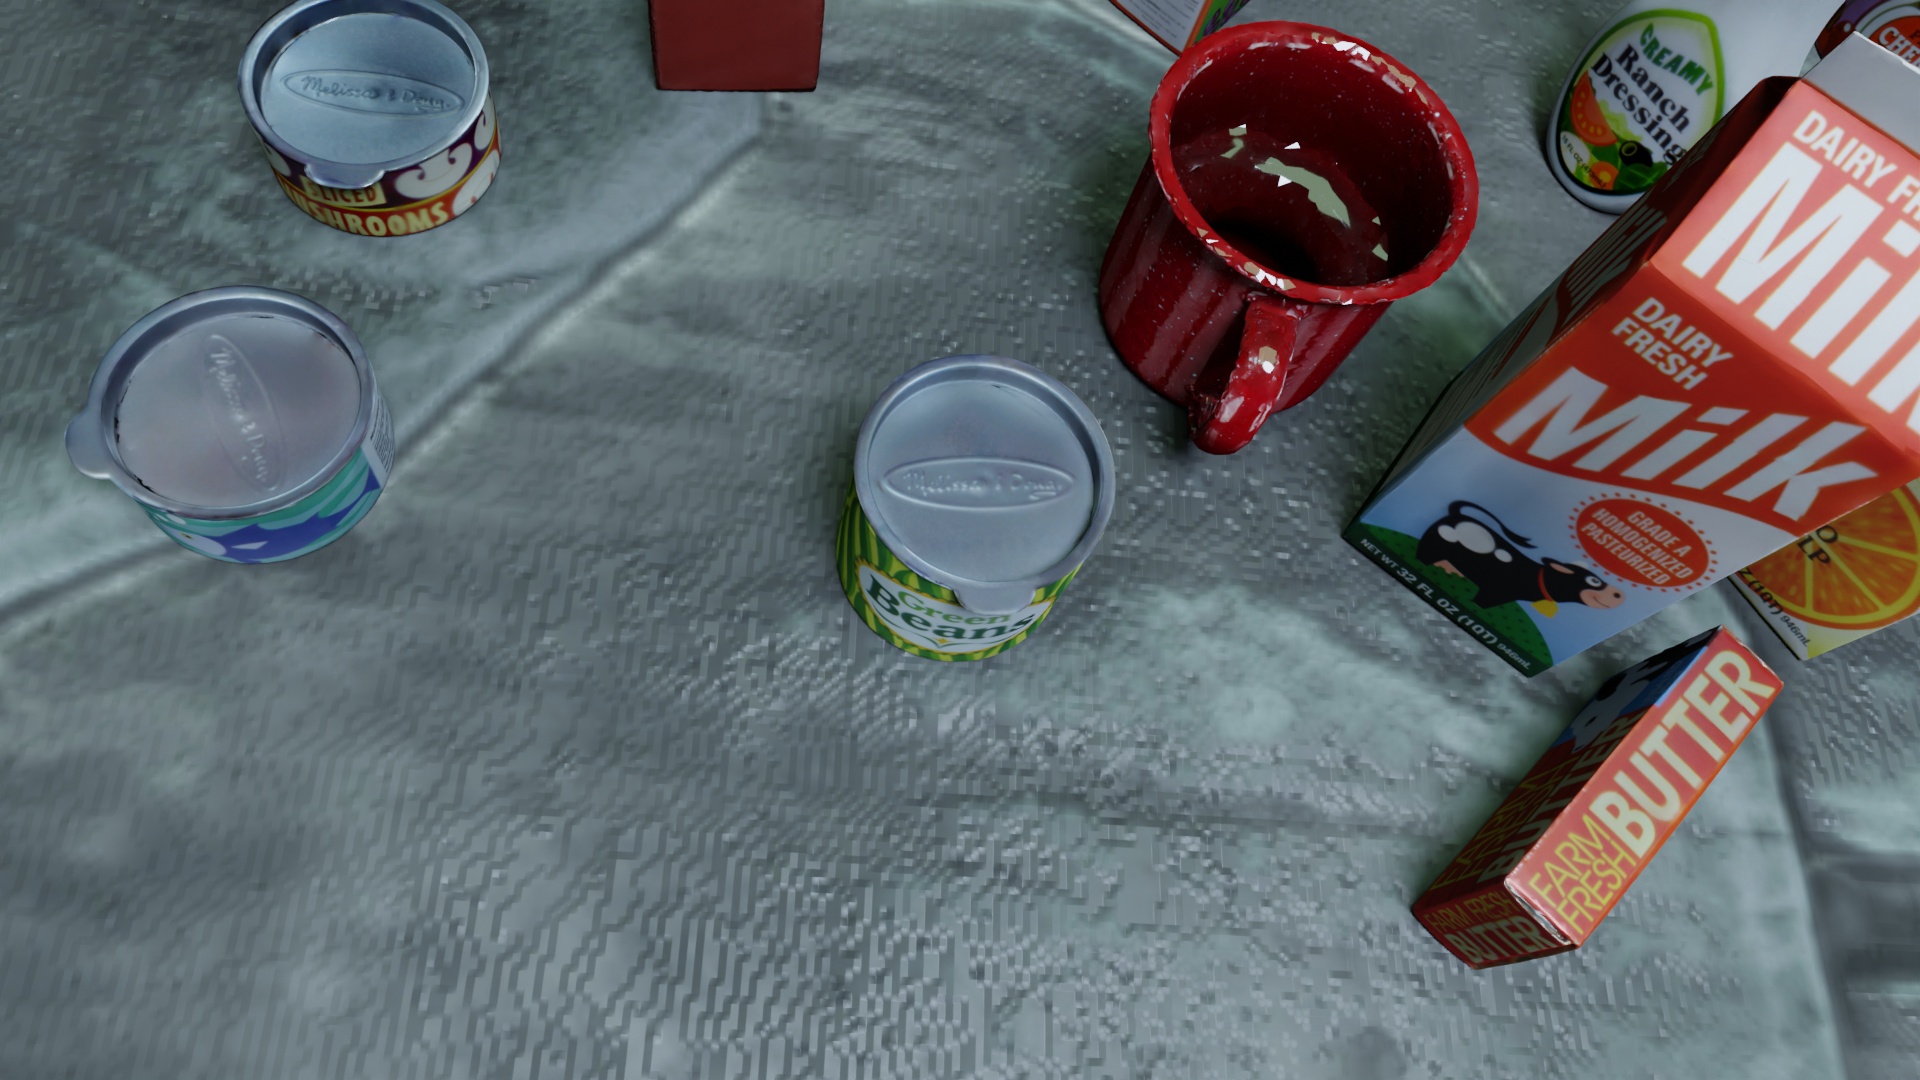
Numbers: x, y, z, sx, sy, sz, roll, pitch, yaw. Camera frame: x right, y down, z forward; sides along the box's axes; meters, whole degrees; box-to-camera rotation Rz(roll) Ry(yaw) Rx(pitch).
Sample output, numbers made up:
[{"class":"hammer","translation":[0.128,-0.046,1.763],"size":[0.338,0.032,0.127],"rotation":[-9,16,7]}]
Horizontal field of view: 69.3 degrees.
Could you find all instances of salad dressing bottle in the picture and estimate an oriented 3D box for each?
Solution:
[{"class":"salad dressing bottle","translation":[0.243,-0.162,0.432],"size":[0.044,0.147,0.064],"rotation":[-26,74,-19]}]

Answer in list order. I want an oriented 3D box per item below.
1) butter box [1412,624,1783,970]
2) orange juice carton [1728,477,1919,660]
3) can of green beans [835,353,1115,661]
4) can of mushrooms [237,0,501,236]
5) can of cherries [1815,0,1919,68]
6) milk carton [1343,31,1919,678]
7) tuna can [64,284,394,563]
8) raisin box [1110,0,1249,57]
[{"class":"butter box","translation":[0.169,0.069,0.370],"size":[0.104,0.053,0.024],"rotation":[-39,79,-23]},{"class":"orange juice carton","translation":[0.285,-0.042,0.363],"size":[0.073,0.191,0.072],"rotation":[-30,76,-20]},{"class":"can of green beans","translation":[0.002,-0.007,0.369],"size":[0.071,0.057,0.071],"rotation":[4,66,-9]},{"class":"can of mushrooms","translation":[-0.169,-0.121,0.400],"size":[0.071,0.033,0.071],"rotation":[4,66,-9]},{"class":"can of cherries","translation":[0.369,-0.200,0.522],"size":[0.071,0.058,0.072],"rotation":[4,66,-9]},{"class":"milk carton","translation":[0.179,-0.040,0.343],"size":[0.072,0.189,0.074],"rotation":[38,66,7]},{"class":"tuna can","translation":[-0.185,-0.028,0.357],"size":[0.071,0.032,0.071],"rotation":[4,66,-9]},{"class":"raisin box","translation":[0.101,-0.229,0.448],"size":[0.040,0.123,0.086],"rotation":[42,66,8]}]
